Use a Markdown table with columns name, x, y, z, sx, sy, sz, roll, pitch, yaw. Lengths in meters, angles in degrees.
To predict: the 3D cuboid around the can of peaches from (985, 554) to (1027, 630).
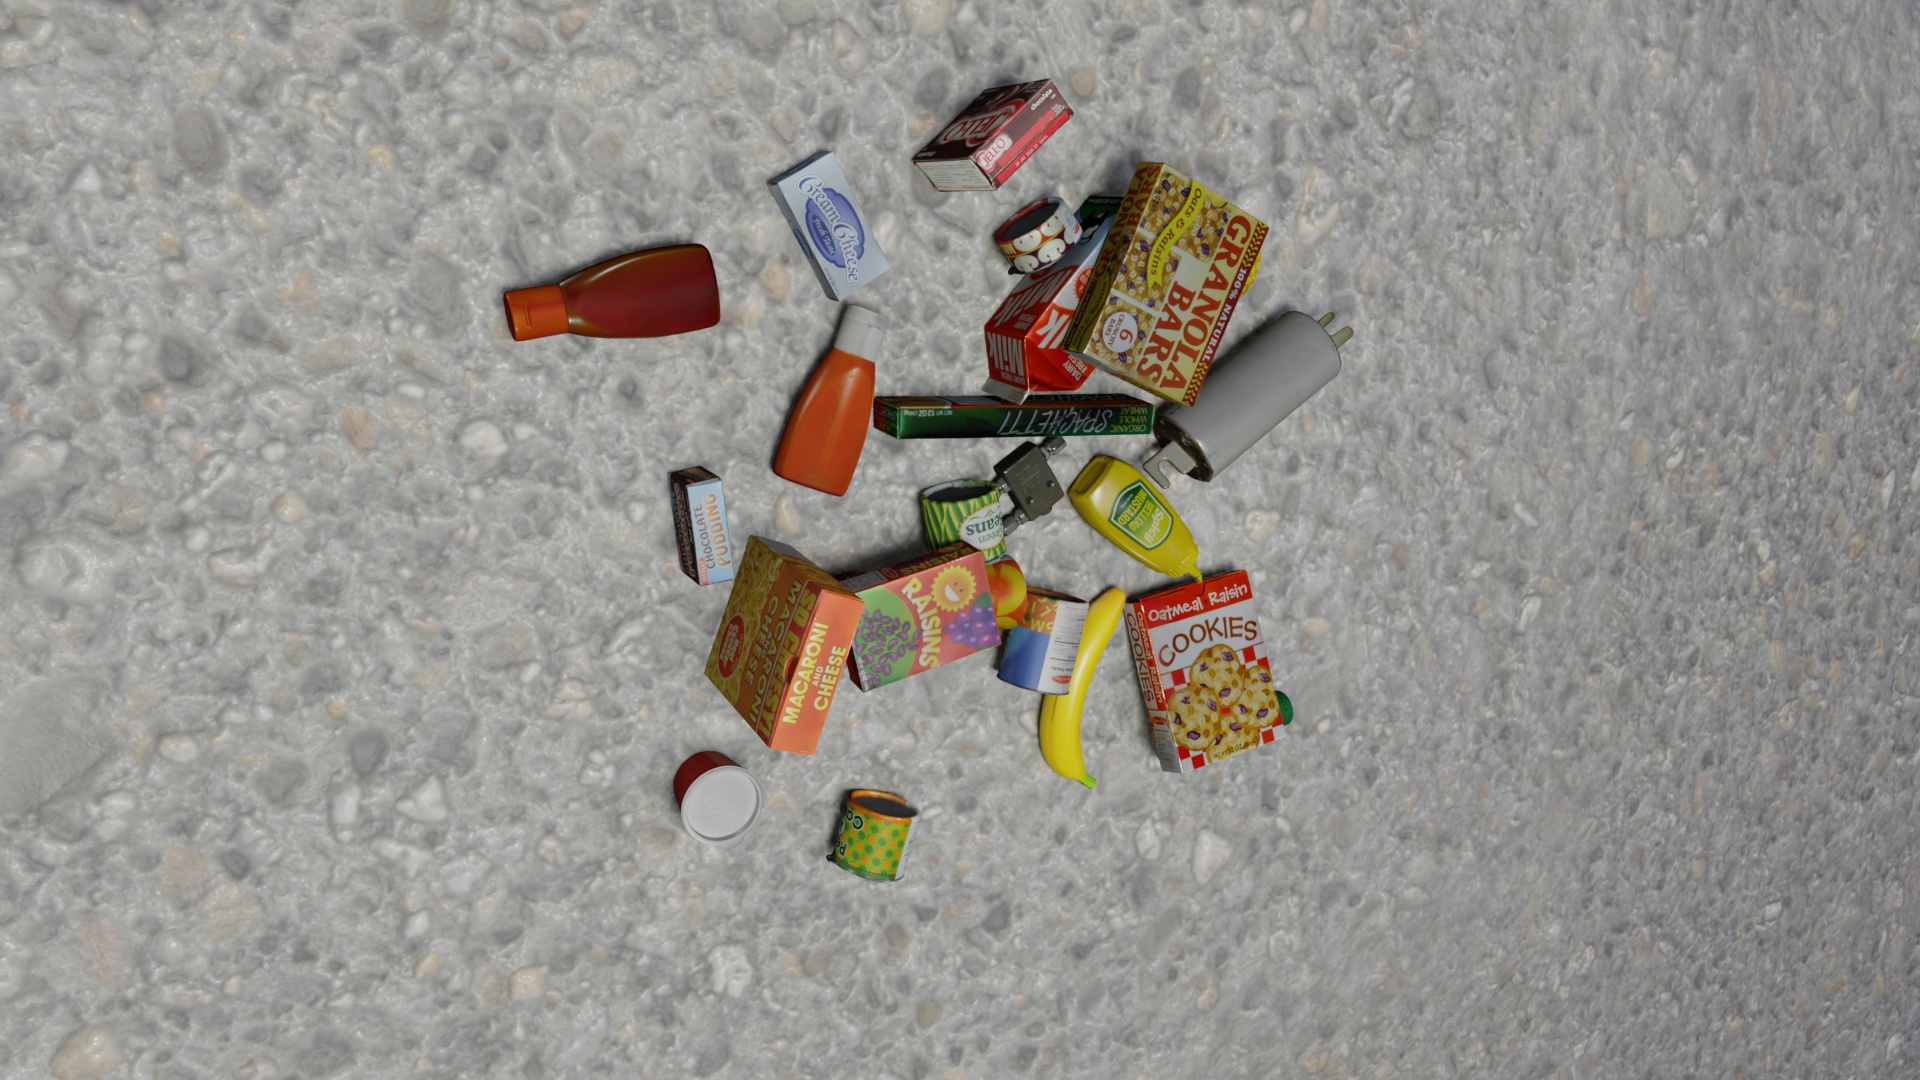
| name | x | y | z | sx | sy | sz | roll | pitch | yaw |
| --- | --- | --- | --- | --- | --- | --- | --- | --- | --- |
| can of peaches | 0.018 | 0.049 | 1.195 | 0.058 | 0.071 | 0.071 | -6 | 107 | -26 |

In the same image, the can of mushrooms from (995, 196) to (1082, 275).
| name | x | y | z | sx | sy | sz | roll | pitch | yaw |
| --- | --- | --- | --- | --- | --- | --- | --- | --- | --- |
| can of mushrooms | 0.062 | -0.249 | 1.140 | 0.071 | 0.071 | 0.033 | -42 | 118 | -11 |

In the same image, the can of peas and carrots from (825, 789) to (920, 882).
| name | x | y | z | sx | sy | sz | roll | pitch | yaw |
| --- | --- | --- | --- | --- | --- | --- | --- | --- | --- |
| can of peas and carrots | -0.075 | 0.254 | 1.204 | 0.071 | 0.071 | 0.058 | 12 | 97 | -29 |

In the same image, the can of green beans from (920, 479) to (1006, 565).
| name | x | y | z | sx | sy | sz | roll | pitch | yaw |
| --- | --- | --- | --- | --- | --- | --- | --- | --- | --- |
| can of green beans | 0.002 | -0.015 | 1.171 | 0.071 | 0.071 | 0.057 | -16 | 110 | -23 |

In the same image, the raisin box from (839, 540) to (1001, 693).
| name | x | y | z | sx | sy | sz | roll | pitch | yaw |
| --- | --- | --- | --- | --- | --- | --- | --- | --- | --- |
| raisin box | -0.036 | 0.060 | 1.115 | 0.124 | 0.040 | 0.086 | -18 | 108 | -17 |

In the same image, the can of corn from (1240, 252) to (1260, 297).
| name | x | y | z | sx | sy | sz | roll | pitch | yaw |
| --- | --- | --- | --- | --- | --- | --- | --- | --- | --- |
| can of corn | 0.221 | -0.245 | 1.221 | 0.058 | 0.071 | 0.071 | 12 | 98 | -30 |

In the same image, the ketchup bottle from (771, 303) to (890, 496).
| name | x | y | z | sx | sy | sz | roll | pitch | yaw |
| --- | --- | --- | --- | --- | --- | --- | --- | --- | --- |
| ketchup bottle | -0.097 | -0.113 | 1.107 | 0.065 | 0.043 | 0.148 | 18 | 95 | -31 |

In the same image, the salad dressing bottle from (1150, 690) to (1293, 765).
| name | x | y | z | sx | sy | sz | roll | pitch | yaw |
| --- | --- | --- | --- | --- | --- | --- | --- | --- | --- |
| salad dressing bottle | 0.260 | 0.183 | 1.370 | 0.148 | 0.044 | 0.064 | -12 | 104 | -25 |

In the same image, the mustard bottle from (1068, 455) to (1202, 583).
| name | x | y | z | sx | sy | sz | roll | pitch | yaw |
| --- | --- | --- | --- | --- | --- | --- | --- | --- | --- |
| mustard bottle | 0.171 | -0.010 | 1.261 | 0.160 | 0.049 | 0.065 | 39 | 84 | -22 |

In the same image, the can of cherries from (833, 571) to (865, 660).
| name | x | y | z | sx | sy | sz | roll | pitch | yaw |
| --- | --- | --- | --- | --- | --- | --- | --- | --- | --- |
| can of cherries | -0.085 | 0.063 | 1.152 | 0.072 | 0.058 | 0.071 | -8 | 108 | -25 |

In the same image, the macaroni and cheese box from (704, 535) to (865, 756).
| name | x | y | z | sx | sy | sz | roll | pitch | yaw |
| --- | --- | --- | --- | --- | --- | --- | --- | --- | --- |
| macaroni and cheese box | -0.139 | 0.077 | 1.065 | 0.040 | 0.166 | 0.123 | 16 | 96 | -29 |

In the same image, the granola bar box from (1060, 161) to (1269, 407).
| name | x | y | z | sx | sy | sz | roll | pitch | yaw |
| --- | --- | --- | --- | --- | --- | --- | --- | --- | --- |
| granola bar box | 0.169 | -0.208 | 1.138 | 0.124 | 0.039 | 0.165 | 21 | 93 | -31 |

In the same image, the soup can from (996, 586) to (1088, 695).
| name | x | y | z | sx | sy | sz | roll | pitch | yaw |
| --- | --- | --- | --- | --- | --- | --- | --- | --- | --- |
| soup can | 0.071 | 0.088 | 1.234 | 0.071 | 0.071 | 0.083 | 10 | 95 | -29 |

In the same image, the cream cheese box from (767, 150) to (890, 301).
| name | x | y | z | sx | sy | sz | roll | pitch | yaw |
| --- | --- | --- | --- | --- | --- | --- | --- | --- | --- |
| cream cheese box | -0.101 | -0.245 | 1.081 | 0.053 | 0.024 | 0.103 | -36 | 117 | -16 |

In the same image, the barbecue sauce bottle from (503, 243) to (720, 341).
| name | x | y | z | sx | sy | sz | roll | pitch | yaw |
| --- | --- | --- | --- | --- | --- | --- | --- | --- | --- |
| barbecue sauce bottle | -0.253 | -0.175 | 1.011 | 0.149 | 0.044 | 0.064 | -14 | 109 | -23 |

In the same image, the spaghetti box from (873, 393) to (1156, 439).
| name | x | y | z | sx | sy | sz | roll | pitch | yaw |
| --- | --- | --- | --- | --- | --- | --- | --- | --- | --- |
| spaghetti box | 0.050 | -0.106 | 1.180 | 0.251 | 0.050 | 0.028 | -3 | 107 | -27 |

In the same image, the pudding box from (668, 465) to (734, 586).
| name | x | y | z | sx | sy | sz | roll | pitch | yaw |
| --- | --- | --- | --- | --- | --- | --- | --- | --- | --- |
| pudding box | -0.201 | -0.012 | 1.077 | 0.030 | 0.050 | 0.083 | -12 | 110 | -26 |

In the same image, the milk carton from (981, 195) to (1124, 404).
| name | x | y | z | sx | sy | sz | roll | pitch | yaw |
| --- | --- | --- | --- | --- | --- | --- | --- | --- | --- |
| milk carton | 0.091 | -0.193 | 1.165 | 0.073 | 0.072 | 0.191 | 42 | 83 | -30 |

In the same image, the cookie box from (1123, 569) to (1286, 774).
| name | x | y | z | sx | sy | sz | roll | pitch | yaw |
| --- | --- | --- | --- | --- | --- | --- | --- | --- | --- |
| cookie box | 0.231 | 0.122 | 1.313 | 0.123 | 0.040 | 0.167 | -14 | 91 | -24 |

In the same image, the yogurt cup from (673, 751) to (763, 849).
| name | x | y | z | sx | sy | sz | roll | pitch | yaw |
| --- | --- | --- | --- | --- | --- | --- | --- | --- | --- |
| yogurt cup | -0.201 | 0.207 | 1.133 | 0.072 | 0.054 | 0.072 | -7 | 107 | -25 |
